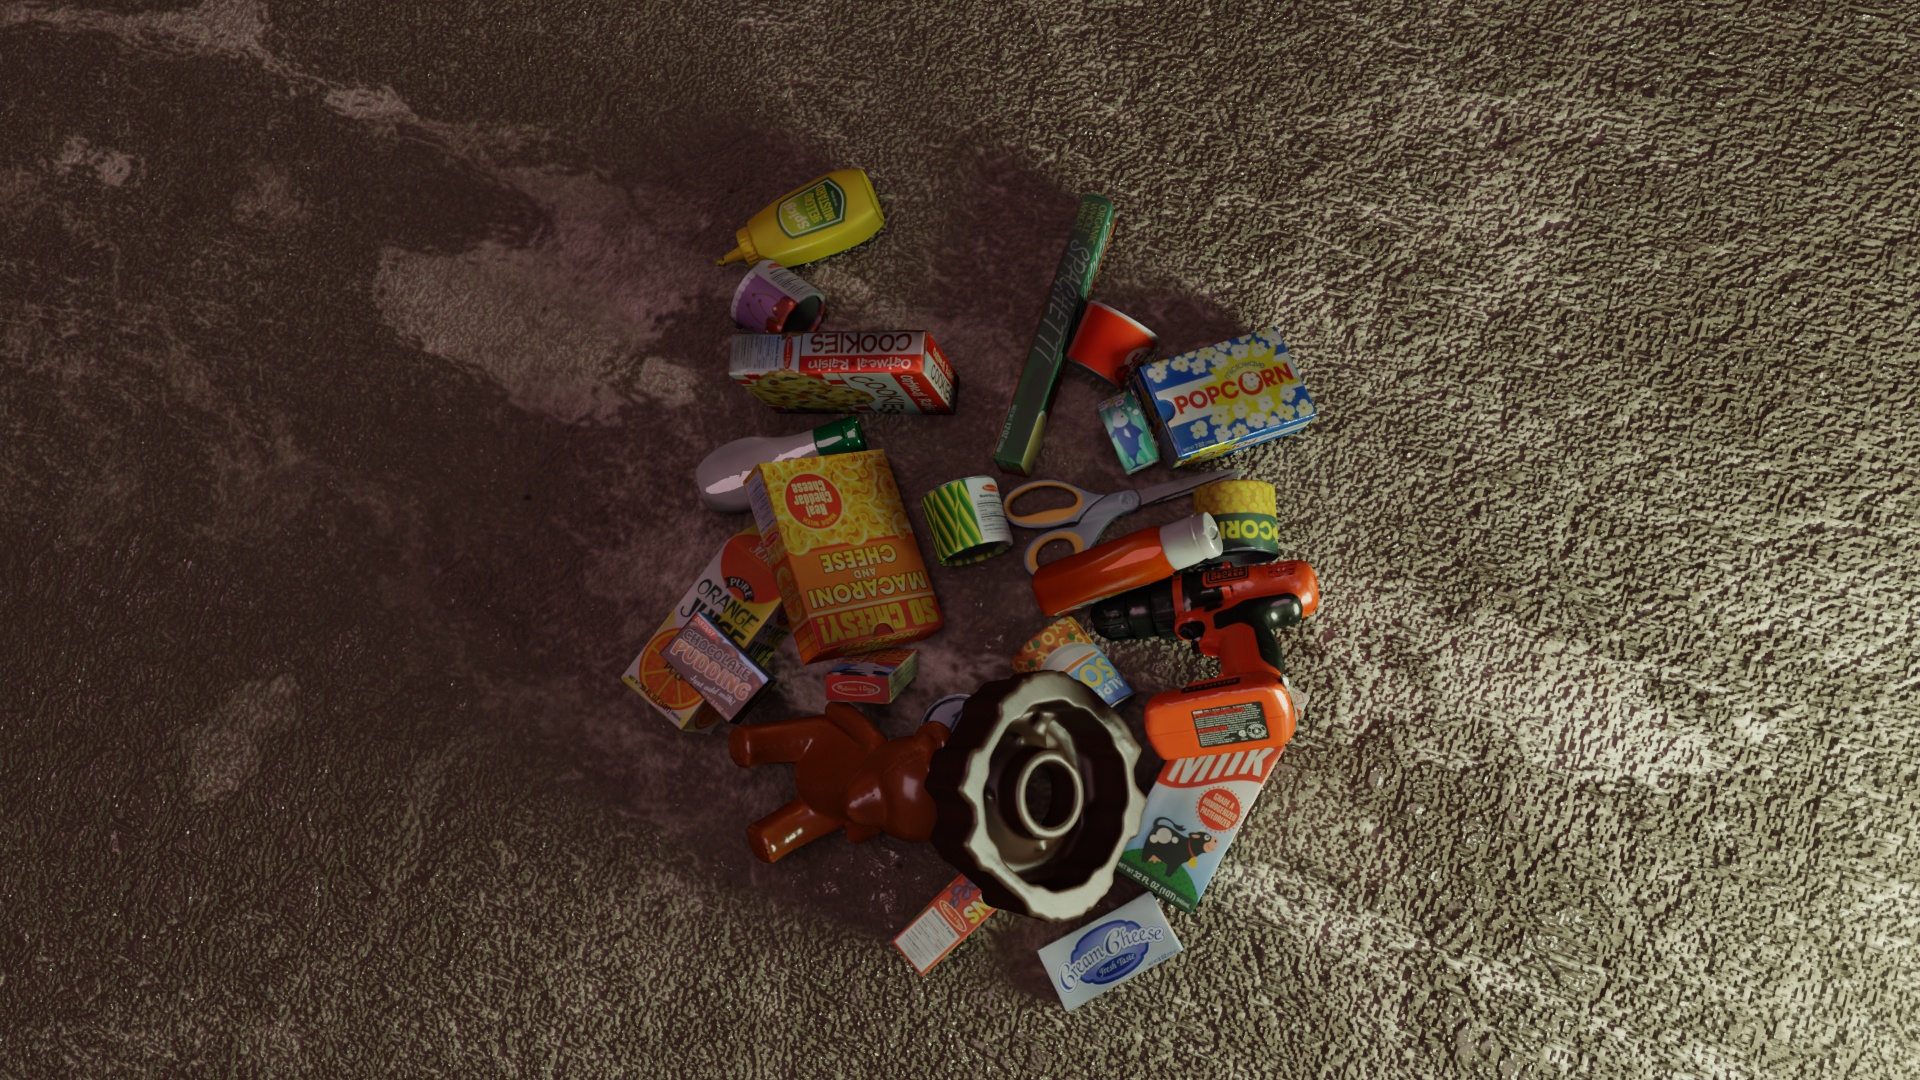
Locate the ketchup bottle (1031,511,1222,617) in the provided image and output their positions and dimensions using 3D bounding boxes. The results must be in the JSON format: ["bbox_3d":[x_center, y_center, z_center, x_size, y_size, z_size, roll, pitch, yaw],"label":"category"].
[{"bbox_3d":[0.133,0.018,1.103,0.148,0.065,0.043,-22,92,25],"label":"ketchup bottle"}]

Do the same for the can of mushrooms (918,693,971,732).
[{"bbox_3d":[0.003,0.162,1.145,0.071,0.033,0.071,-3,77,11],"label":"can of mushrooms"}]

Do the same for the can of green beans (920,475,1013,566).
[{"bbox_3d":[0.006,-0.015,1.166,0.071,0.071,0.058,-18,76,8],"label":"can of green beans"}]

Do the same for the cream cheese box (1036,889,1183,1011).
[{"bbox_3d":[0.117,0.322,1.091,0.104,0.024,0.053,-30,72,4],"label":"cream cheese box"}]

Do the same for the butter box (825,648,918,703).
[{"bbox_3d":[-0.071,0.110,1.136,0.053,0.104,0.024,2,98,11],"label":"butter box"}]

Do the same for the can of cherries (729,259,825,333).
[{"bbox_3d":[-0.164,-0.207,1.245,0.058,0.071,0.071,34,87,15],"label":"can of cherries"}]

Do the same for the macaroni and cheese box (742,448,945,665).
[{"bbox_3d":[-0.097,0.010,1.159,0.124,0.040,0.167,-10,71,-35],"label":"macaroni and cheese box"}]

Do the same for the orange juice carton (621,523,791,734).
[{"bbox_3d":[-0.193,0.067,1.185,0.072,0.073,0.193,37,87,15],"label":"orange juice carton"}]

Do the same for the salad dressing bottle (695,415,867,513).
[{"bbox_3d":[-0.157,-0.069,1.224,0.147,0.044,0.064,-19,73,6],"label":"salad dressing bottle"}]

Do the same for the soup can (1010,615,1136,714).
[{"bbox_3d":[0.090,0.112,1.118,0.071,0.071,0.084,-40,73,1],"label":"soup can"}]

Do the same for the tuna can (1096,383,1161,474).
[{"bbox_3d":[0.139,-0.092,1.154,0.033,0.071,0.071,-23,75,7],"label":"tuna can"}]

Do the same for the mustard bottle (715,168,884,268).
[{"bbox_3d":[-0.151,-0.282,1.266,0.160,0.048,0.065,-23,73,6],"label":"mustard bottle"}]

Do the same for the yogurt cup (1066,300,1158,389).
[{"bbox_3d":[0.126,-0.164,1.176,0.072,0.072,0.054,32,94,16],"label":"yogurt cup"}]

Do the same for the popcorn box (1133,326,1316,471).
[{"bbox_3d":[0.217,-0.117,1.142,0.127,0.038,0.085,-18,75,-11],"label":"popcorn box"}]

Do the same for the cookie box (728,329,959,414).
[{"bbox_3d":[-0.096,-0.142,1.185,0.167,0.123,0.040,1,80,12],"label":"cookie box"}]

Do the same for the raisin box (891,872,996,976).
[{"bbox_3d":[0.009,0.279,1.090,0.123,0.086,0.040,-42,79,1],"label":"raisin box"}]

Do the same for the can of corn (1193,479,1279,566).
[{"bbox_3d":[0.222,-0.014,1.119,0.071,0.071,0.058,-3,77,11],"label":"can of corn"}]

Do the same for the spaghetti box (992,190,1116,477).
[{"bbox_3d":[0.082,-0.177,1.194,0.029,0.050,0.250,17,82,13],"label":"spaghetti box"}]

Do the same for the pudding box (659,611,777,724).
[{"bbox_3d":[-0.196,0.103,1.125,0.084,0.030,0.049,43,87,10],"label":"pudding box"}]

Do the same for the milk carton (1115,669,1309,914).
[{"bbox_3d":[0.195,0.188,1.079,0.072,0.073,0.190,28,84,16],"label":"milk carton"}]
